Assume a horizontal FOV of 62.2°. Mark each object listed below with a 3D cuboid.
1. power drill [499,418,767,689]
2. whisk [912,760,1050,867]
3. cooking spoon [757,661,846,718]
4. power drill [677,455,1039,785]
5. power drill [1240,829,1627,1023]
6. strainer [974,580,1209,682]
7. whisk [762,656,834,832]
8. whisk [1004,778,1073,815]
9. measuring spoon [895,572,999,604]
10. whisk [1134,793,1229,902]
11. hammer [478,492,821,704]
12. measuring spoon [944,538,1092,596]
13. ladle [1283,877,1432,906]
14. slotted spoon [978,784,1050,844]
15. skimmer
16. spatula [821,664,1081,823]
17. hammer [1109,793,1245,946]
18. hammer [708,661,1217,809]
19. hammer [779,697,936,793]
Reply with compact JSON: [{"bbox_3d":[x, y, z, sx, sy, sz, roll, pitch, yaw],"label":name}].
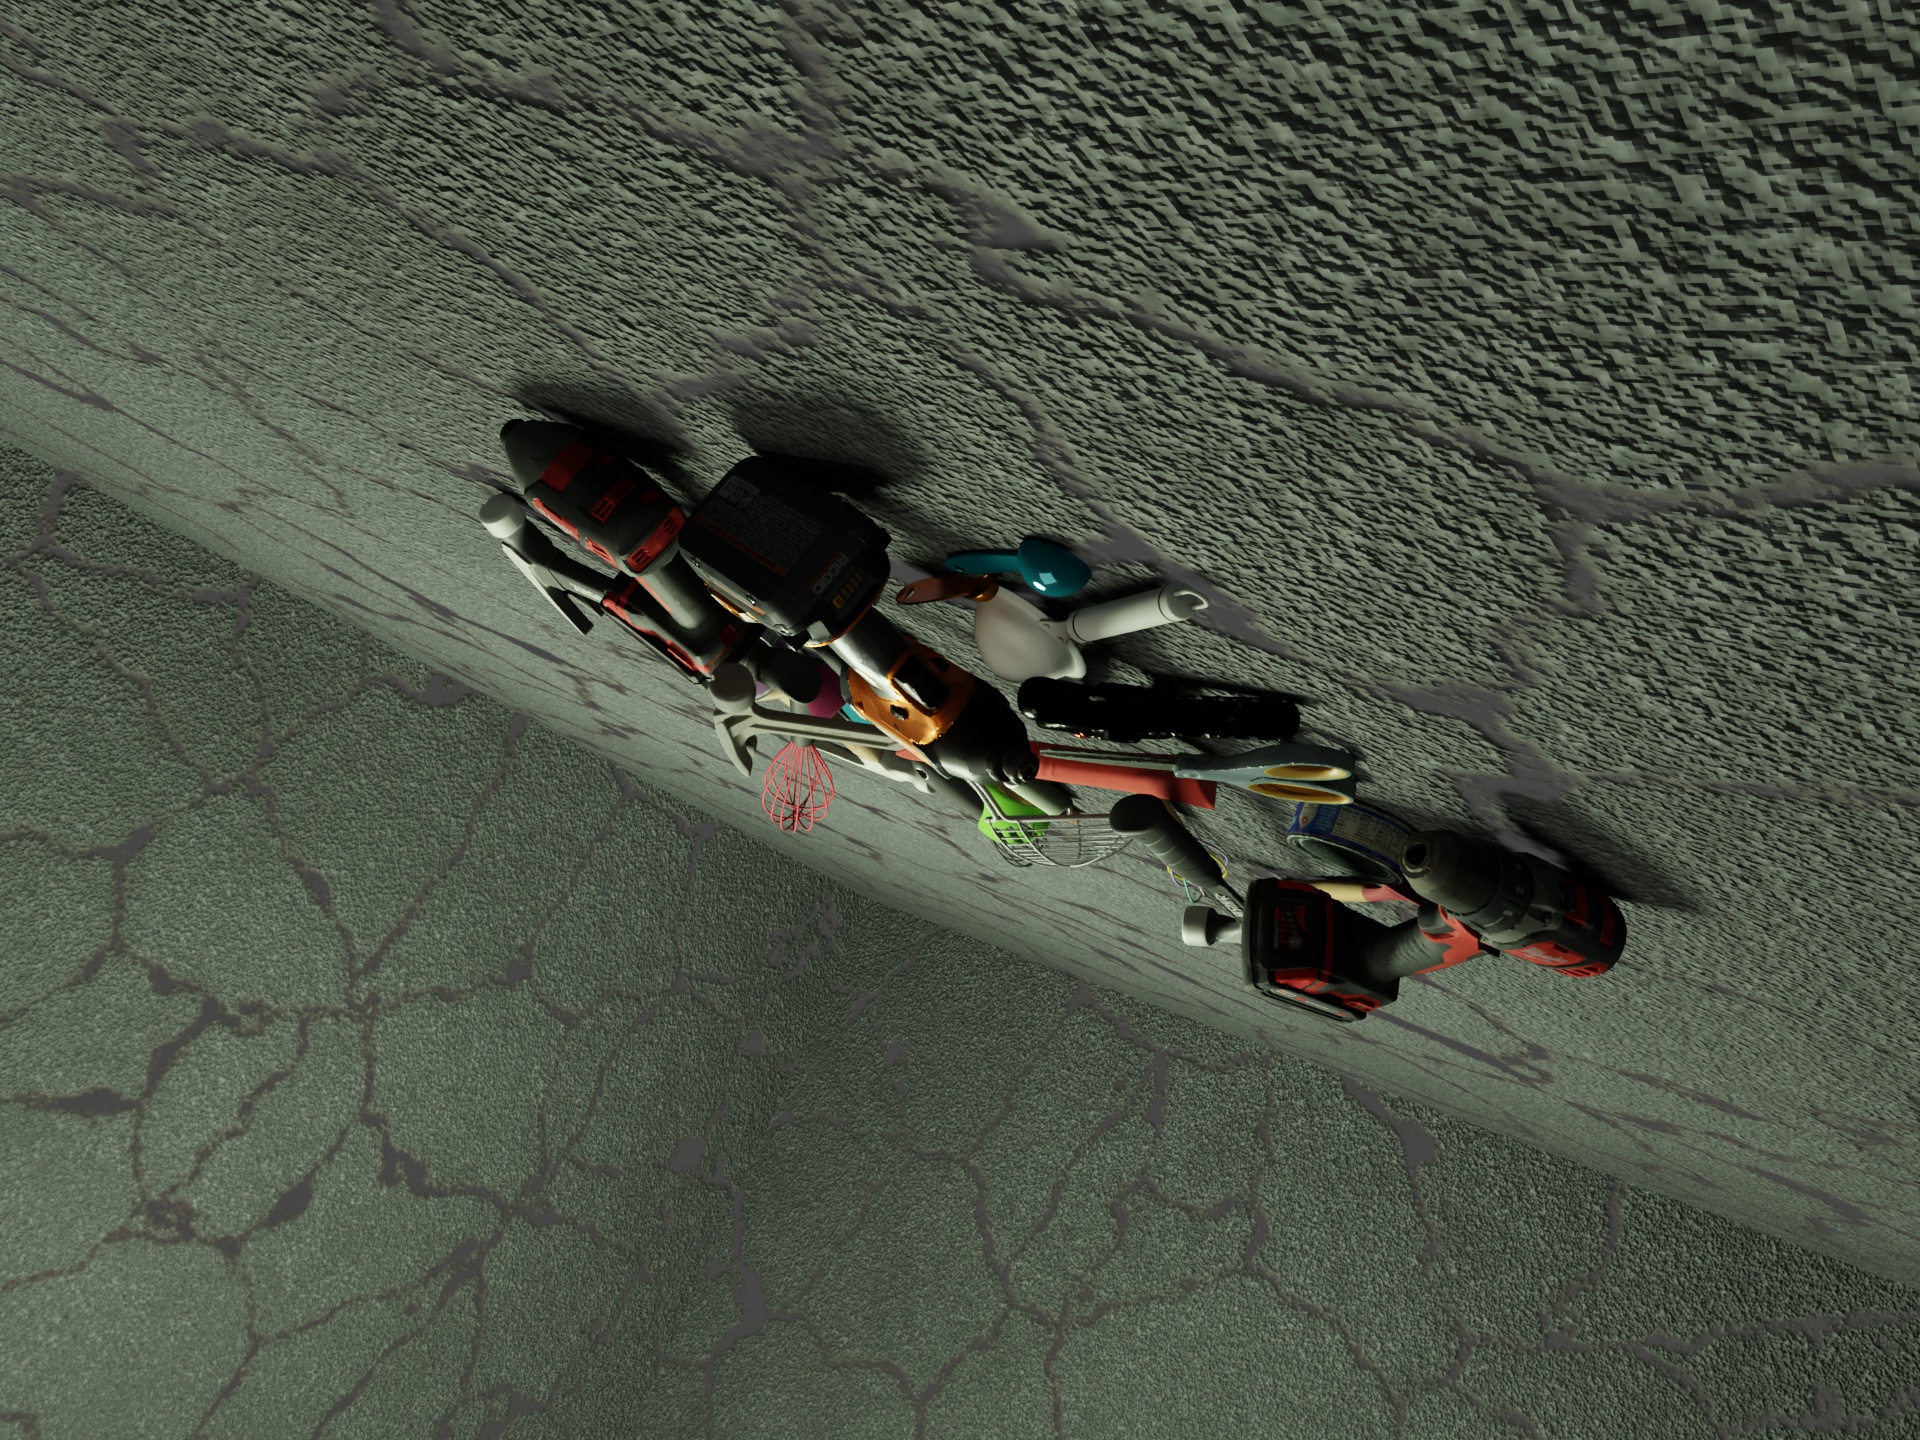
[{"bbox_3d":[-0.220,-0.117,1.064,0.143,0.078,0.219,36,169,22],"label":"power drill"},{"bbox_3d":[0.021,0.093,1.665,0.055,0.055,0.238,14,161,43],"label":"whisk"},{"bbox_3d":[-0.150,-0.027,1.350,0.017,0.069,0.319,29,166,-23],"label":"cooking spoon"},{"bbox_3d":[-0.046,-0.043,0.930,0.164,0.084,0.226,34,171,43],"label":"power drill"},{"bbox_3d":[0.287,0.130,1.035,0.187,0.080,0.227,24,151,-33],"label":"power drill"},{"bbox_3d":[0.064,-0.052,0.897,0.086,0.050,0.258,43,160,-16],"label":"strainer"},{"bbox_3d":[-0.149,0.026,1.494,0.073,0.073,0.295,23,149,6],"label":"whisk"},{"bbox_3d":[0.043,0.045,1.398,0.059,0.058,0.246,58,-168,32],"label":"whisk"},{"bbox_3d":[-0.009,-0.077,0.965,0.011,0.021,0.117,43,161,-24],"label":"measuring spoon"},{"bbox_3d":[0.185,0.104,1.371,0.047,0.051,0.244,25,168,29],"label":"whisk"},{"bbox_3d":[-0.235,-0.080,1.243,0.335,0.035,0.146,24,158,34],"label":"hammer"},{"bbox_3d":[0.024,-0.080,0.882,0.042,0.021,0.129,30,167,-30],"label":"measuring spoon"},{"bbox_3d":[0.322,0.140,1.291,0.069,0.031,0.315,24,171,-10],"label":"ladle"},{"bbox_3d":[0.006,0.043,1.420,0.070,0.031,0.313,-16,145,18],"label":"slotted spoon"},{"bbox_3d":[-0.002,-0.004,1.220,0.363,0.090,0.127,45,154,-23],"label":"skimmer"},{"bbox_3d":[-0.003,0.029,1.467,0.317,0.044,0.082,25,171,-32],"label":"spatula"},{"bbox_3d":[0.201,0.128,1.251,0.149,0.036,0.408,2,162,24],"label":"hammer"},{"bbox_3d":[0.003,0.024,1.139,0.359,0.037,0.149,8,157,5],"label":"hammer"},{"bbox_3d":[-0.140,-0.009,1.547,0.130,0.031,0.331,17,167,31],"label":"hammer"}]
